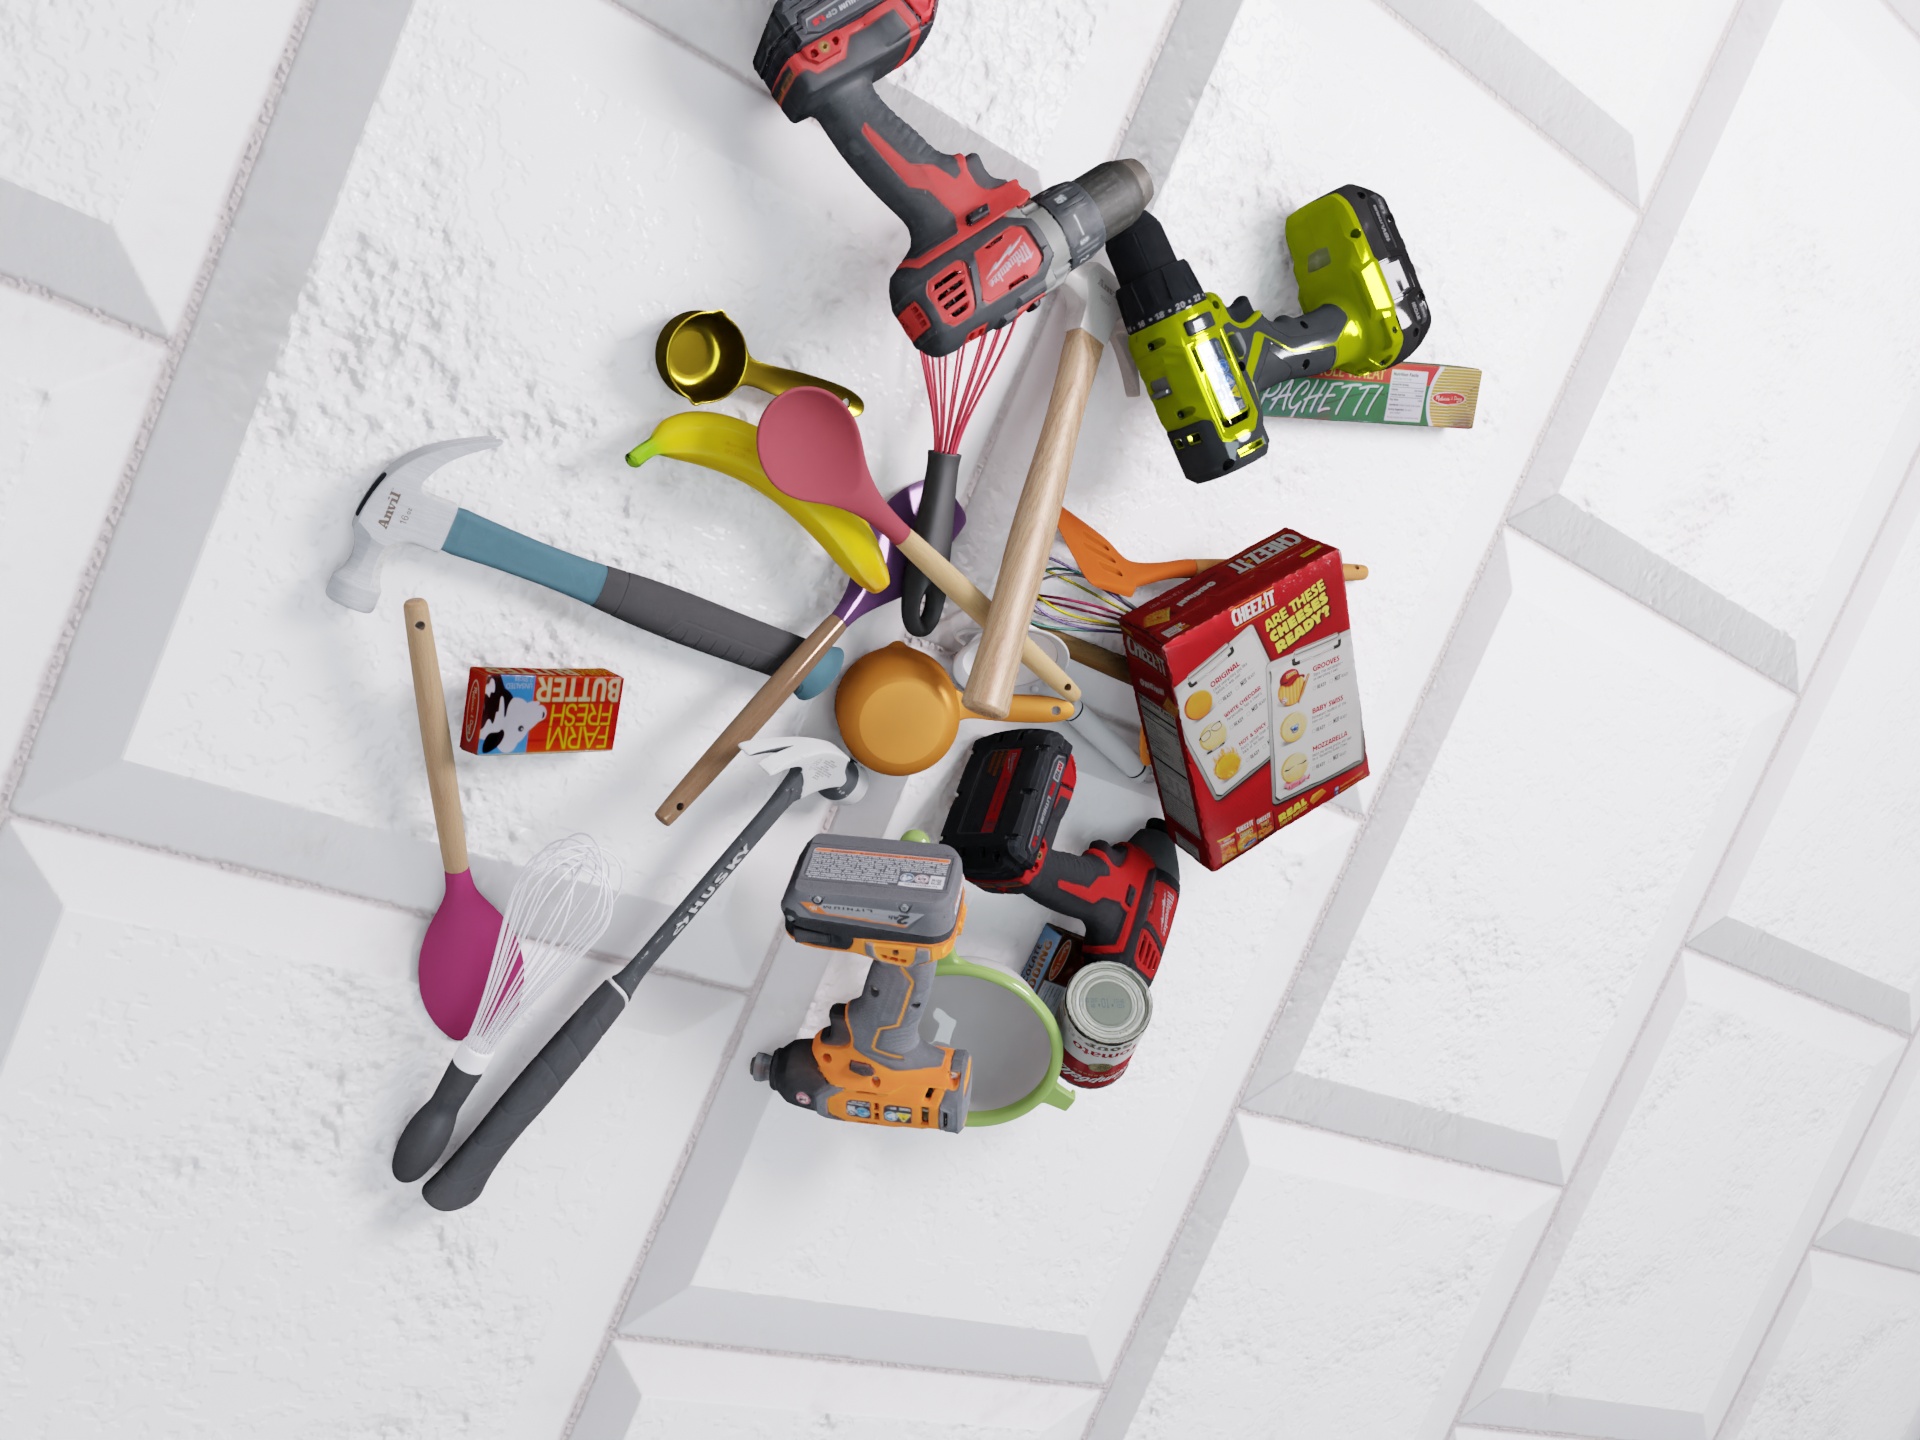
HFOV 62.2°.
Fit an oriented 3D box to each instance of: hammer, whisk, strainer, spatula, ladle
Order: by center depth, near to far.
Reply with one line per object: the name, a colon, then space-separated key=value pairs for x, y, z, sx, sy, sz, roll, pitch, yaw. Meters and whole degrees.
hammer: x=-0.222 y=-0.081 z=1.027 sx=0.330 sy=0.033 sz=0.128 roll=21 pitch=96 yaw=-32
whisk: x=-0.303 y=0.194 z=1.039 sx=0.070 sy=0.070 sz=0.284 roll=23 pitch=106 yaw=-32
ladle: x=-0.020 y=-0.108 z=1.067 sx=0.315 sy=0.031 sz=0.069 roll=41 pitch=87 yaw=-29
spatula: x=-0.100 y=-0.051 z=1.073 sx=0.316 sy=0.018 sz=0.059 roll=-51 pitch=122 yaw=-22
hammer: x=-0.222 y=0.170 z=1.077 sx=0.409 sy=0.036 sz=0.149 roll=-50 pitch=160 yaw=0
whisk: x=-0.009 y=-0.201 z=1.079 sx=0.073 sy=0.073 sz=0.295 roll=2 pitch=105 yaw=-29
hammer: x=0.060 y=-0.160 z=1.095 sx=0.130 sy=0.031 sz=0.331 roll=25 pitch=75 yaw=-37
strainer: x=-0.005 y=0.185 z=1.197 sx=0.151 sy=0.069 sz=0.256 roll=-7 pitch=113 yaw=13
strainer: x=0.077 y=-0.015 z=1.203 sx=0.087 sy=0.050 sz=0.258 roll=-26 pitch=134 yaw=27
whisk: x=0.139 y=-0.070 z=1.218 sx=0.244 sy=0.047 sz=0.051 roll=17 pitch=96 yaw=-35
spatula: x=0.202 y=-0.123 z=1.232 sx=0.322 sy=0.081 sz=0.041 roll=-2 pitch=144 yaw=-32

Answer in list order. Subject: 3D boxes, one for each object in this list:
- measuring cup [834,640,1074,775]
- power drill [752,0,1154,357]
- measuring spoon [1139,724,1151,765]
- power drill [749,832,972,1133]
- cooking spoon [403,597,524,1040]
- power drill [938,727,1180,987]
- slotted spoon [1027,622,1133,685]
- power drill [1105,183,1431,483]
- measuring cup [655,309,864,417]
measuring cup: x=-0.002 y=-0.004 z=1.123 sx=0.173 sy=0.052 sz=0.095 roll=1 pitch=105 yaw=-5
power drill: x=-0.001 y=-0.361 z=0.985 sx=0.188 sy=0.080 sz=0.226 roll=-35 pitch=98 yaw=-14
measuring spoon: x=0.153 y=-0.017 z=1.224 sx=0.021 sy=0.011 sz=0.116 roll=-9 pitch=117 yaw=-31
power drill: x=-0.073 y=0.194 z=1.129 sx=0.164 sy=0.084 sz=0.226 roll=5 pitch=121 yaw=7
cooking spoon: x=-0.325 y=0.072 z=1.013 sx=0.068 sy=0.017 sz=0.318 roll=-13 pitch=118 yaw=-25
power drill: x=0.092 y=0.102 z=1.216 sx=0.219 sy=0.078 sz=0.143 roll=40 pitch=59 yaw=-36
slotted spoon: x=0.178 y=-0.018 z=1.265 sx=0.313 sy=0.031 sz=0.070 roll=21 pitch=95 yaw=-30
power drill: x=0.215 y=-0.298 z=1.140 sx=0.228 sy=0.080 sz=0.190 roll=-29 pitch=100 yaw=-25
measuring cup: x=-0.130 y=-0.225 z=1.040 sx=0.156 sy=0.029 sz=0.062 roll=10 pitch=101 yaw=-42
